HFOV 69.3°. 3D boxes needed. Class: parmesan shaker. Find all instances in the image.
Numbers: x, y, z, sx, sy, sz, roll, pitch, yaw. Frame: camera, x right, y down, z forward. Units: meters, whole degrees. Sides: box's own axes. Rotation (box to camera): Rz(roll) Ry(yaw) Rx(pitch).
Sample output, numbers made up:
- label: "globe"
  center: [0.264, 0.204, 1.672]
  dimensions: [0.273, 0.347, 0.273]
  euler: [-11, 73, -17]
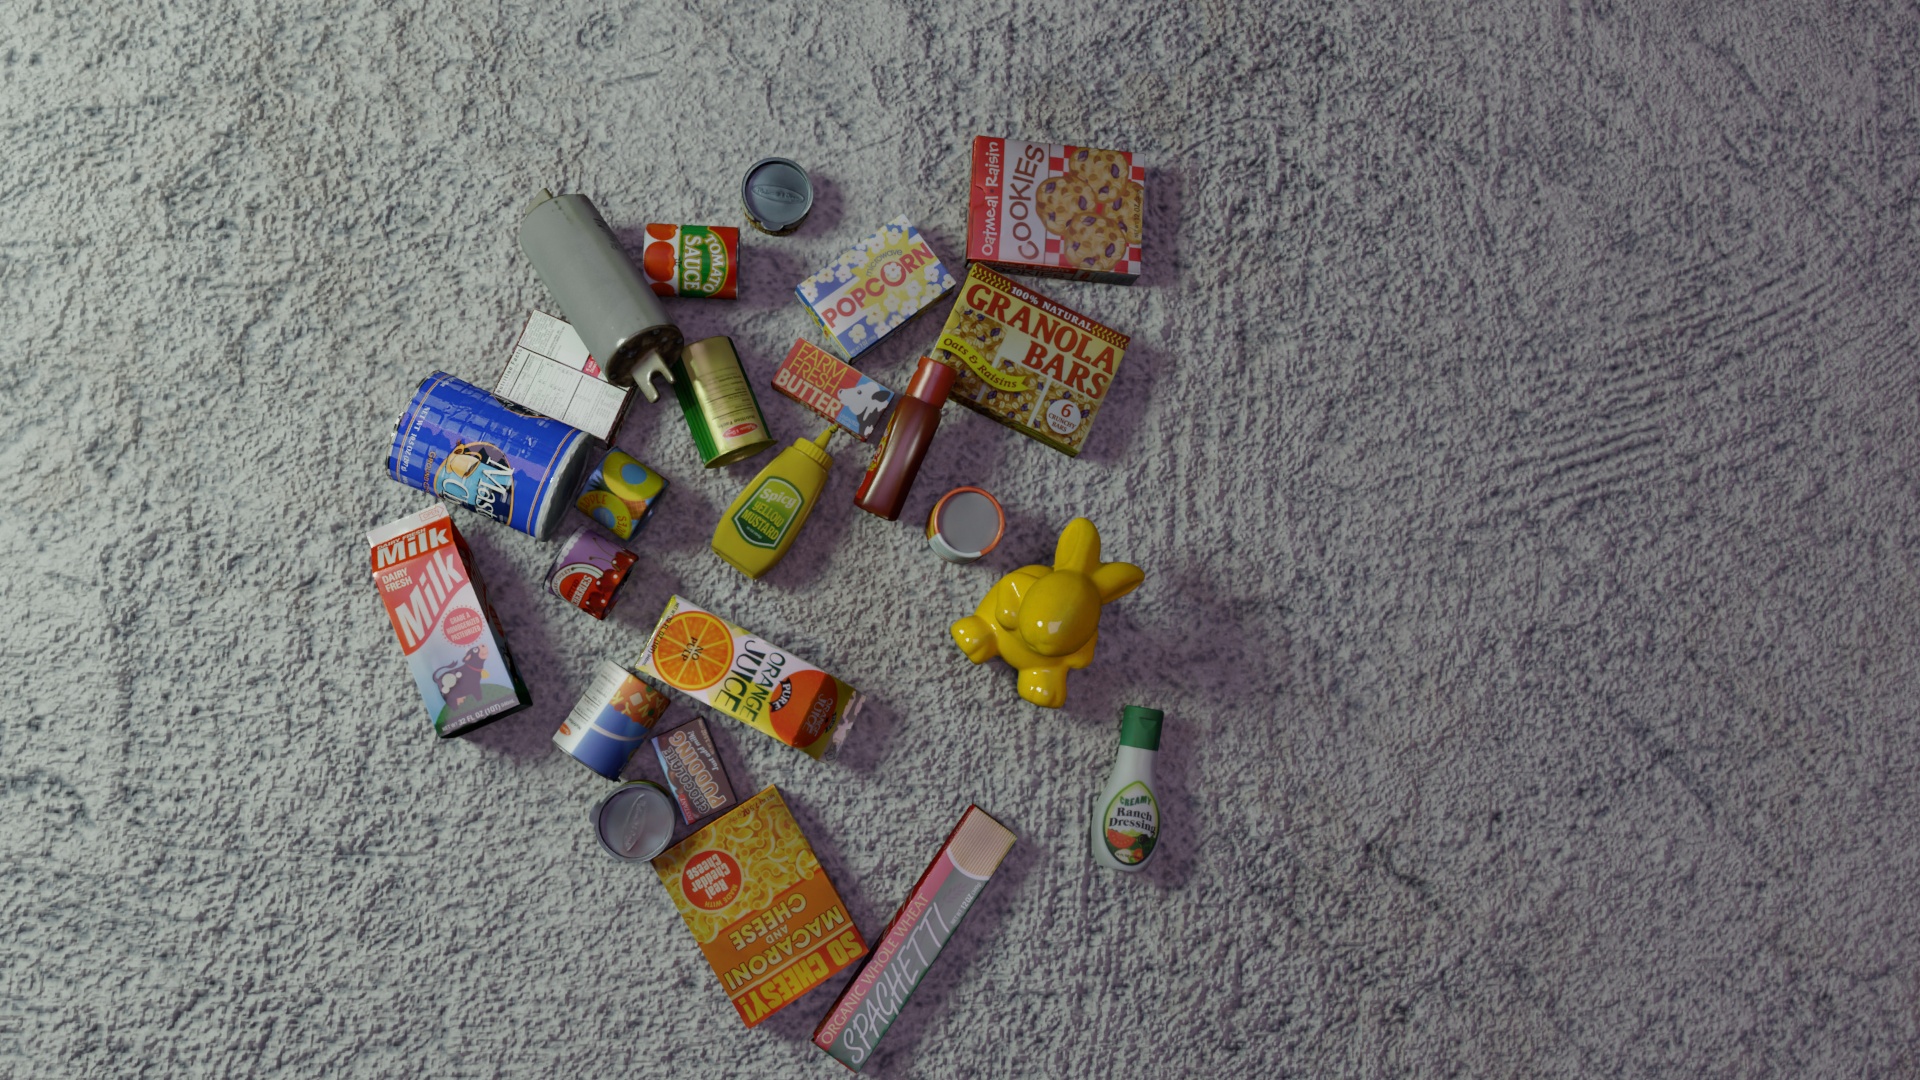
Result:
- label: "parmesan shaker"
  center: [-0.215, -0.125, 1.247]
  dimensions: [0.071, 0.071, 0.103]
  euler: [-21, 86, -11]

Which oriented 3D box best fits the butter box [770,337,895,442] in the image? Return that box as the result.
- label: "butter box"
  center: [-0.118, -0.139, 1.284]
  dimensions: [0.103, 0.024, 0.053]
  euler: [30, 79, -4]

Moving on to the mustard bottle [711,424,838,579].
- label: "mustard bottle"
  center: [-0.159, -0.043, 1.253]
  dimensions: [0.065, 0.048, 0.160]
  euler: [35, 79, -5]

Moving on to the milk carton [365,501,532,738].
- label: "milk carton"
  center: [-0.438, 0.067, 1.183]
  dimensions: [0.072, 0.073, 0.190]
  euler: [-23, 87, -11]

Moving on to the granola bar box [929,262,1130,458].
- label: "granola bar box"
  center: [0.061, -0.169, 1.308]
  dimensions: [0.165, 0.039, 0.124]
  euler: [25, 80, -5]

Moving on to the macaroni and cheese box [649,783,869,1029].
- label: "macaroni and cheese box"
  center: [-0.174, 0.316, 1.210]
  dimensions: [0.124, 0.040, 0.166]
  euler: [-30, 88, -11]

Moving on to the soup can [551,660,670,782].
- label: "soup can"
  center: [-0.298, 0.156, 1.199]
  dimensions: [0.071, 0.071, 0.084]
  euler: [35, 79, -3]

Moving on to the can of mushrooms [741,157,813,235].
- label: "can of mushrooms"
  center: [-0.172, -0.317, 1.293]
  dimensions: [0.071, 0.033, 0.071]
  euler: [1, 83, -9]

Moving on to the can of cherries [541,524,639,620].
- label: "can of cherries"
  center: [-0.322, 0.030, 1.207]
  dimensions: [0.058, 0.071, 0.071]
  euler: [30, 80, -5]

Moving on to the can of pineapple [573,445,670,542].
- label: "can of pineapple"
  center: [-0.298, -0.039, 1.221]
  dimensions: [0.058, 0.071, 0.071]
  euler: [34, 80, -4]

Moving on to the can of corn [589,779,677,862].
- label: "can of corn"
  center: [-0.280, 0.239, 1.193]
  dimensions: [0.071, 0.058, 0.071]
  euler: [1, 83, -9]

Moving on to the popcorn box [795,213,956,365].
- label: "popcorn box"
  center: [-0.079, -0.233, 1.294]
  dimensions: [0.127, 0.038, 0.085]
  euler: [-37, 89, -11]

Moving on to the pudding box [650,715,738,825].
- label: "pudding box"
  center: [-0.234, 0.202, 1.220]
  dimensions: [0.050, 0.030, 0.083]
  euler: [-22, 87, -10]

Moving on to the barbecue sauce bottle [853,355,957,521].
- label: "barbecue sauce bottle"
  center: [-0.048, -0.092, 1.255]
  dimensions: [0.044, 0.065, 0.148]
  euler: [24, 93, -5]

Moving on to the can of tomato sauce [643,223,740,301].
- label: "can of tomato sauce"
  center: [-0.242, -0.252, 1.255]
  dimensions: [0.083, 0.071, 0.071]
  euler: [1, 83, -8]

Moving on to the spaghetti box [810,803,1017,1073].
- label: "spaghetti box"
  center: [-0.040, 0.351, 1.232]
  dimensions: [0.050, 0.028, 0.250]
  euler: [36, 79, -2]

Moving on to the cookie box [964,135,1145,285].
- label: "cookie box"
  center: [0.090, -0.316, 1.330]
  dimensions: [0.168, 0.040, 0.123]
  euler: [4, 82, -8]

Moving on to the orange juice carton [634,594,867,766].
- label: "orange juice carton"
  center: [-0.182, 0.124, 1.216]
  dimensions: [0.193, 0.073, 0.072]
  euler: [28, 80, -5]

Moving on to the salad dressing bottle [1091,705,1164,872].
- label: "salad dressing bottle"
  center: [0.158, 0.226, 1.271]
  dimensions: [0.064, 0.044, 0.148]
  euler: [10, 81, -6]

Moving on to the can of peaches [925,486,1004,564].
- label: "can of peaches"
  center: [0.005, -0.016, 1.270]
  dimensions: [0.071, 0.058, 0.071]
  euler: [1, 84, -8]
